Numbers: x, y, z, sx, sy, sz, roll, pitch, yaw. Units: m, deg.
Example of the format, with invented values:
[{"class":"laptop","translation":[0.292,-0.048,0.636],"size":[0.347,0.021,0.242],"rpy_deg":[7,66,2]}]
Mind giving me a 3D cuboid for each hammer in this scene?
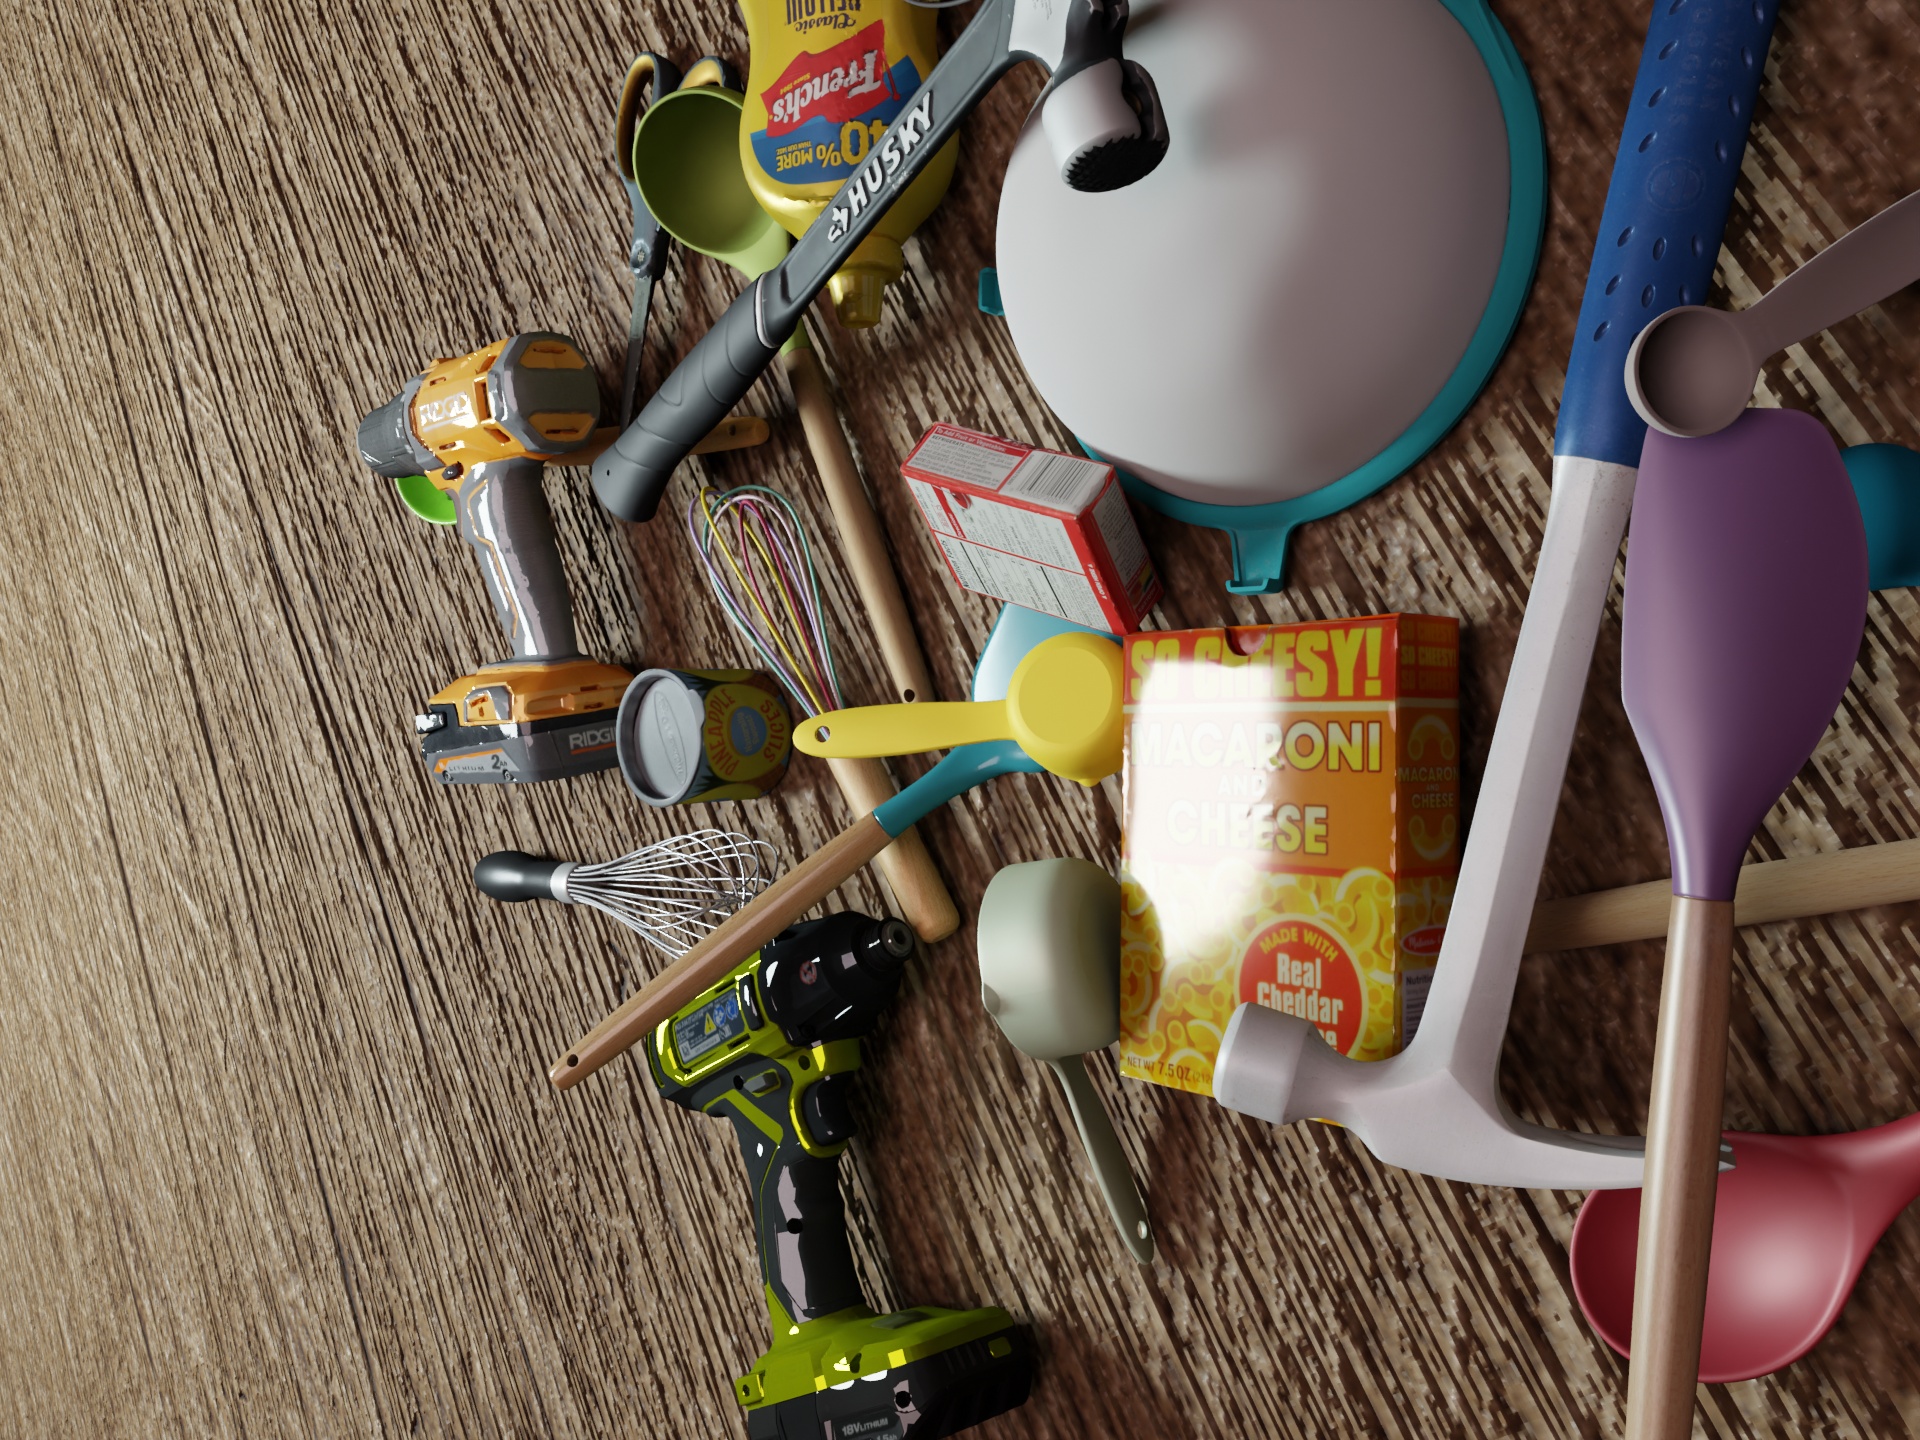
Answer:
[{"class":"hammer","translation":[0.189,-0.062,0.461],"size":[0.144,0.035,0.405],"rpy_deg":[14,93,20]},{"class":"hammer","translation":[-0.069,-0.182,0.644],"size":[0.409,0.036,0.149],"rpy_deg":[-30,73,53]}]

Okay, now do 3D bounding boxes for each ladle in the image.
[{"class":"ladle","translation":[-0.074,-0.145,0.725],"size":[0.078,0.062,0.320],"rpy_deg":[-28,75,34]},{"class":"ladle","translation":[0.287,0.085,0.406],"size":[0.315,0.031,0.069],"rpy_deg":[-49,52,35]}]

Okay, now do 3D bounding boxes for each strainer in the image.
[{"class":"strainer","translation":[0.115,-0.218,0.519],"size":[0.211,0.095,0.340],"rpy_deg":[54,126,27]}]

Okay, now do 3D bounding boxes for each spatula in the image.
[{"class":"spatula","translation":[0.199,0.073,0.424],"size":[0.060,0.018,0.316],"rpy_deg":[6,89,17]},{"class":"spatula","translation":[-0.058,0.056,0.674],"size":[0.317,0.044,0.082],"rpy_deg":[-39,64,5]}]

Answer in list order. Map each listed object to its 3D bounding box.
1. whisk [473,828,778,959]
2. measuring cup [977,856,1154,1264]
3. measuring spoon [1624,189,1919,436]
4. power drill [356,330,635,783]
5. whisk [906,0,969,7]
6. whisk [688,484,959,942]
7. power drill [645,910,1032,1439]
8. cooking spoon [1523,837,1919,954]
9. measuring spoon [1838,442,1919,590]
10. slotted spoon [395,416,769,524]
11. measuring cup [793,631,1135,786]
[{"class":"whisk","translation":[-0.186,0.088,0.838],"size":[0.285,0.070,0.070],"rpy_deg":[-2,90,48]},{"class":"measuring cup","translation":[0.058,0.132,0.613],"size":[0.038,0.083,0.167],"rpy_deg":[-18,95,31]},{"class":"measuring spoon","translation":[0.229,-0.114,0.428],"size":[0.034,0.124,0.018],"rpy_deg":[60,173,-5]},{"class":"power drill","translation":[-0.258,-0.082,0.860],"size":[0.185,0.084,0.226],"rpy_deg":[-3,97,42]},{"class":"whisk","translation":[0.062,-0.332,0.586],"size":[0.239,0.055,0.055],"rpy_deg":[-17,80,31]},{"class":"whisk","translation":[-0.061,-0.010,0.730],"size":[0.245,0.051,0.047],"rpy_deg":[62,165,17]},{"class":"power drill","translation":[-0.056,0.204,0.705],"size":[0.171,0.080,0.223],"rpy_deg":[-34,66,39]},{"class":"cooking spoon","translation":[0.269,0.039,0.437],"size":[0.319,0.017,0.069],"rpy_deg":[-18,89,41]},{"class":"measuring spoon","translation":[0.280,-0.032,0.423],"size":[0.129,0.021,0.042],"rpy_deg":[44,119,32]},{"class":"slotted spoon","translation":[-0.215,-0.147,0.873],"size":[0.314,0.031,0.070],"rpy_deg":[3,94,41]},{"class":"measuring cup","translation":[-0.001,-0.002,0.634],"size":[0.156,0.029,0.062],"rpy_deg":[-6,75,20]}]
